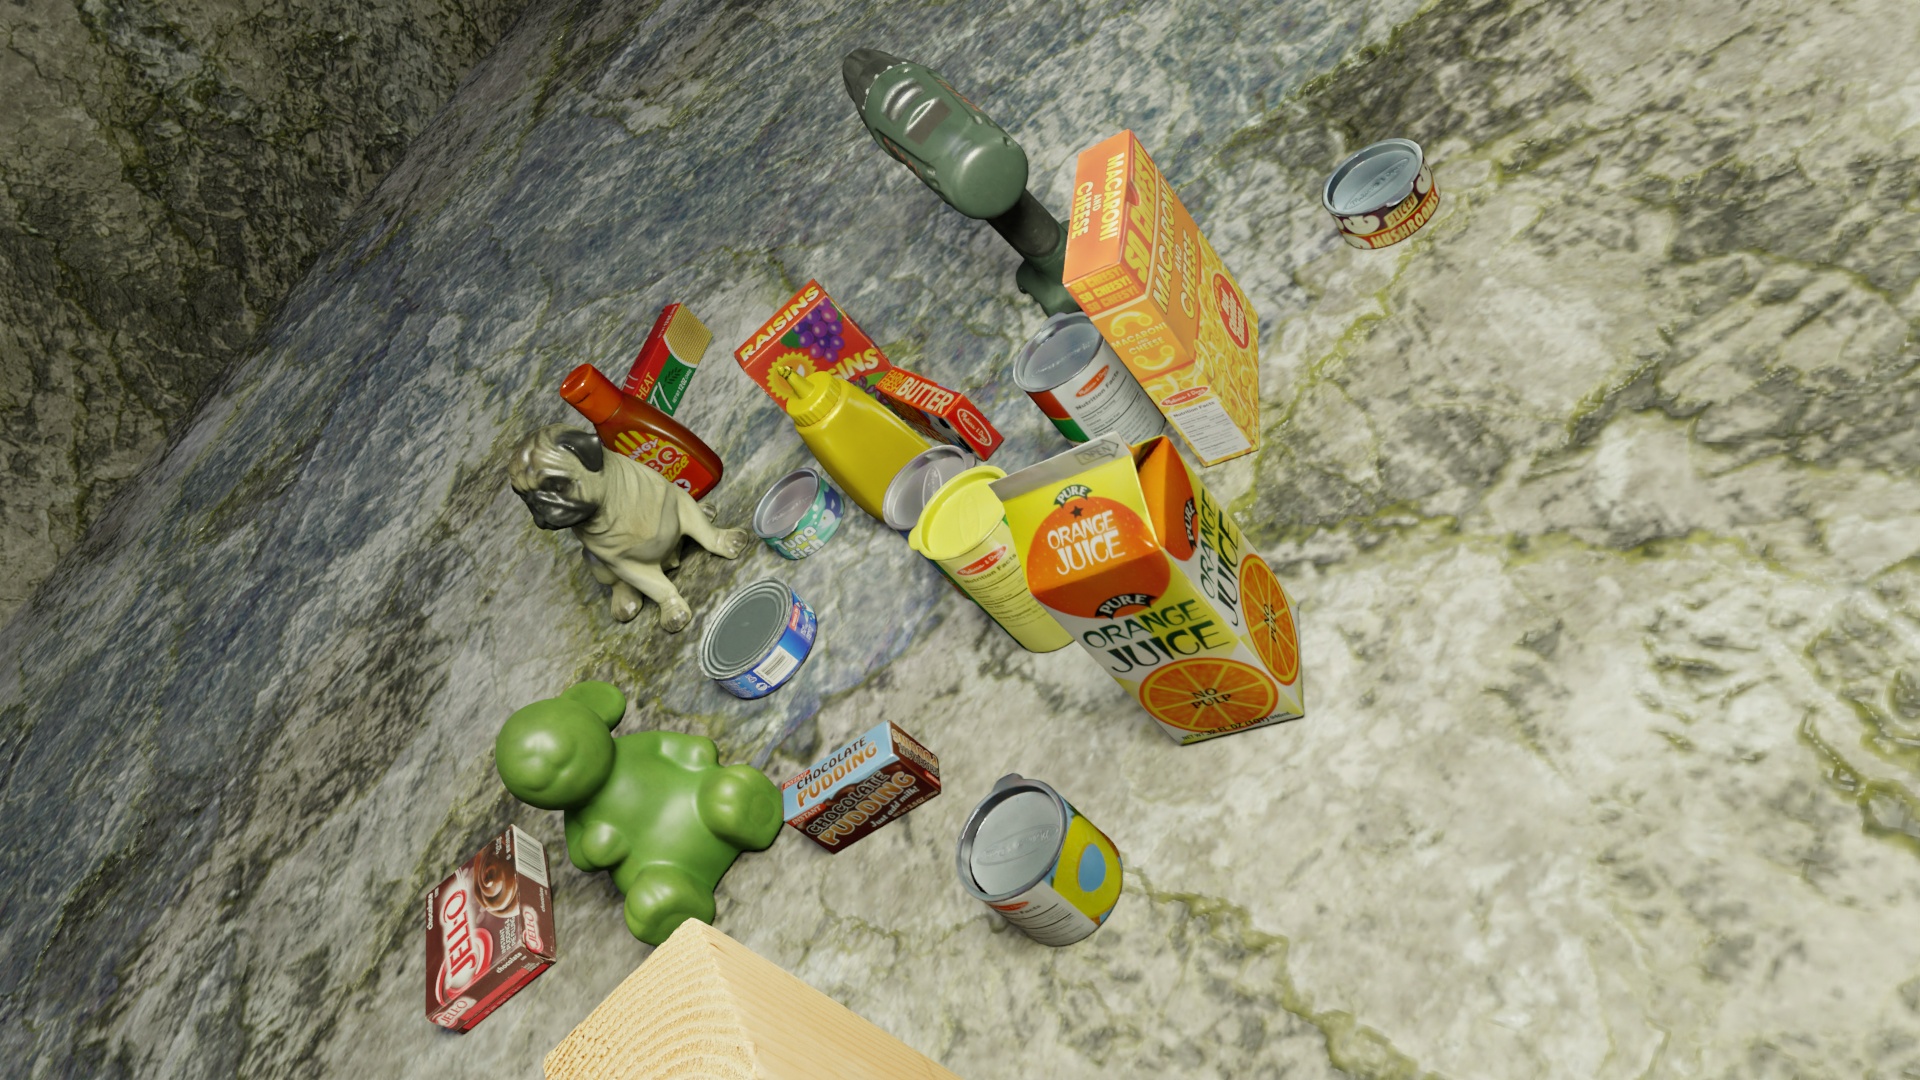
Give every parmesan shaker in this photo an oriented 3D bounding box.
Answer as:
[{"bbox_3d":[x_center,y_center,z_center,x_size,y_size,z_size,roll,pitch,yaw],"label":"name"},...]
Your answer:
[{"bbox_3d":[0.028,0.014,0.823,0.071,0.103,0.072,-26,40,24],"label":"parmesan shaker"}]

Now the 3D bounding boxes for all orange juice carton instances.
[{"bbox_3d":[0.094,0.018,0.680,0.071,0.192,0.073,-20,43,30],"label":"orange juice carton"}]

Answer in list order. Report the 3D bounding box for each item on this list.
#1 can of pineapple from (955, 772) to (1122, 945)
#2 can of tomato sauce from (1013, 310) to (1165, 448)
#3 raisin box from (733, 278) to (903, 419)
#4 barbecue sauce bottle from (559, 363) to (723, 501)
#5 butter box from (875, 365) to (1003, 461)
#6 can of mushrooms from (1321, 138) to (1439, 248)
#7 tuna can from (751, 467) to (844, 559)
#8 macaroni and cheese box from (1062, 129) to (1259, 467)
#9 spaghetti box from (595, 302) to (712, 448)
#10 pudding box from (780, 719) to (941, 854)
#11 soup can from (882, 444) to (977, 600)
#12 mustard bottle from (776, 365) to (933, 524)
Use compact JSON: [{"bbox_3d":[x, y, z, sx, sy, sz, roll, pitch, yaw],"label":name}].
[{"bbox_3d":[0.041,0.162,0.704,0.071,0.057,0.071,-26,40,24],"label":"can of pineapple"},{"bbox_3d":[0.084,-0.097,0.894,0.071,0.083,0.071,-26,40,24],"label":"can of tomato sauce"},{"bbox_3d":[-0.100,-0.126,1.064,0.086,0.123,0.040,-42,36,4],"label":"raisin box"},{"bbox_3d":[-0.271,-0.089,1.169,0.064,0.148,0.044,-32,38,17],"label":"barbecue sauce bottle"},{"bbox_3d":[-0.017,-0.094,1.012,0.024,0.053,0.103,-50,37,-7],"label":"butter box"},{"bbox_3d":[0.267,-0.218,0.879,0.071,0.033,0.071,-25,40,24],"label":"can of mushrooms"},{"bbox_3d":[-0.123,-0.019,1.057,0.071,0.032,0.071,-25,40,24],"label":"tuna can"},{"bbox_3d":[0.125,-0.144,0.830,0.040,0.166,0.124,-19,43,31],"label":"macaroni and cheese box"},{"bbox_3d":[-0.303,-0.118,1.311,0.028,0.050,0.251,-10,48,38],"label":"spaghetti box"},{"bbox_3d":[-0.059,0.146,0.822,0.083,0.049,0.030,-32,38,16],"label":"pudding box"},{"bbox_3d":[0.003,-0.011,0.887,0.071,0.083,0.072,-26,40,24],"label":"soup can"},{"bbox_3d":[-0.073,-0.072,0.954,0.065,0.160,0.049,-53,37,-11],"label":"mustard bottle"}]
